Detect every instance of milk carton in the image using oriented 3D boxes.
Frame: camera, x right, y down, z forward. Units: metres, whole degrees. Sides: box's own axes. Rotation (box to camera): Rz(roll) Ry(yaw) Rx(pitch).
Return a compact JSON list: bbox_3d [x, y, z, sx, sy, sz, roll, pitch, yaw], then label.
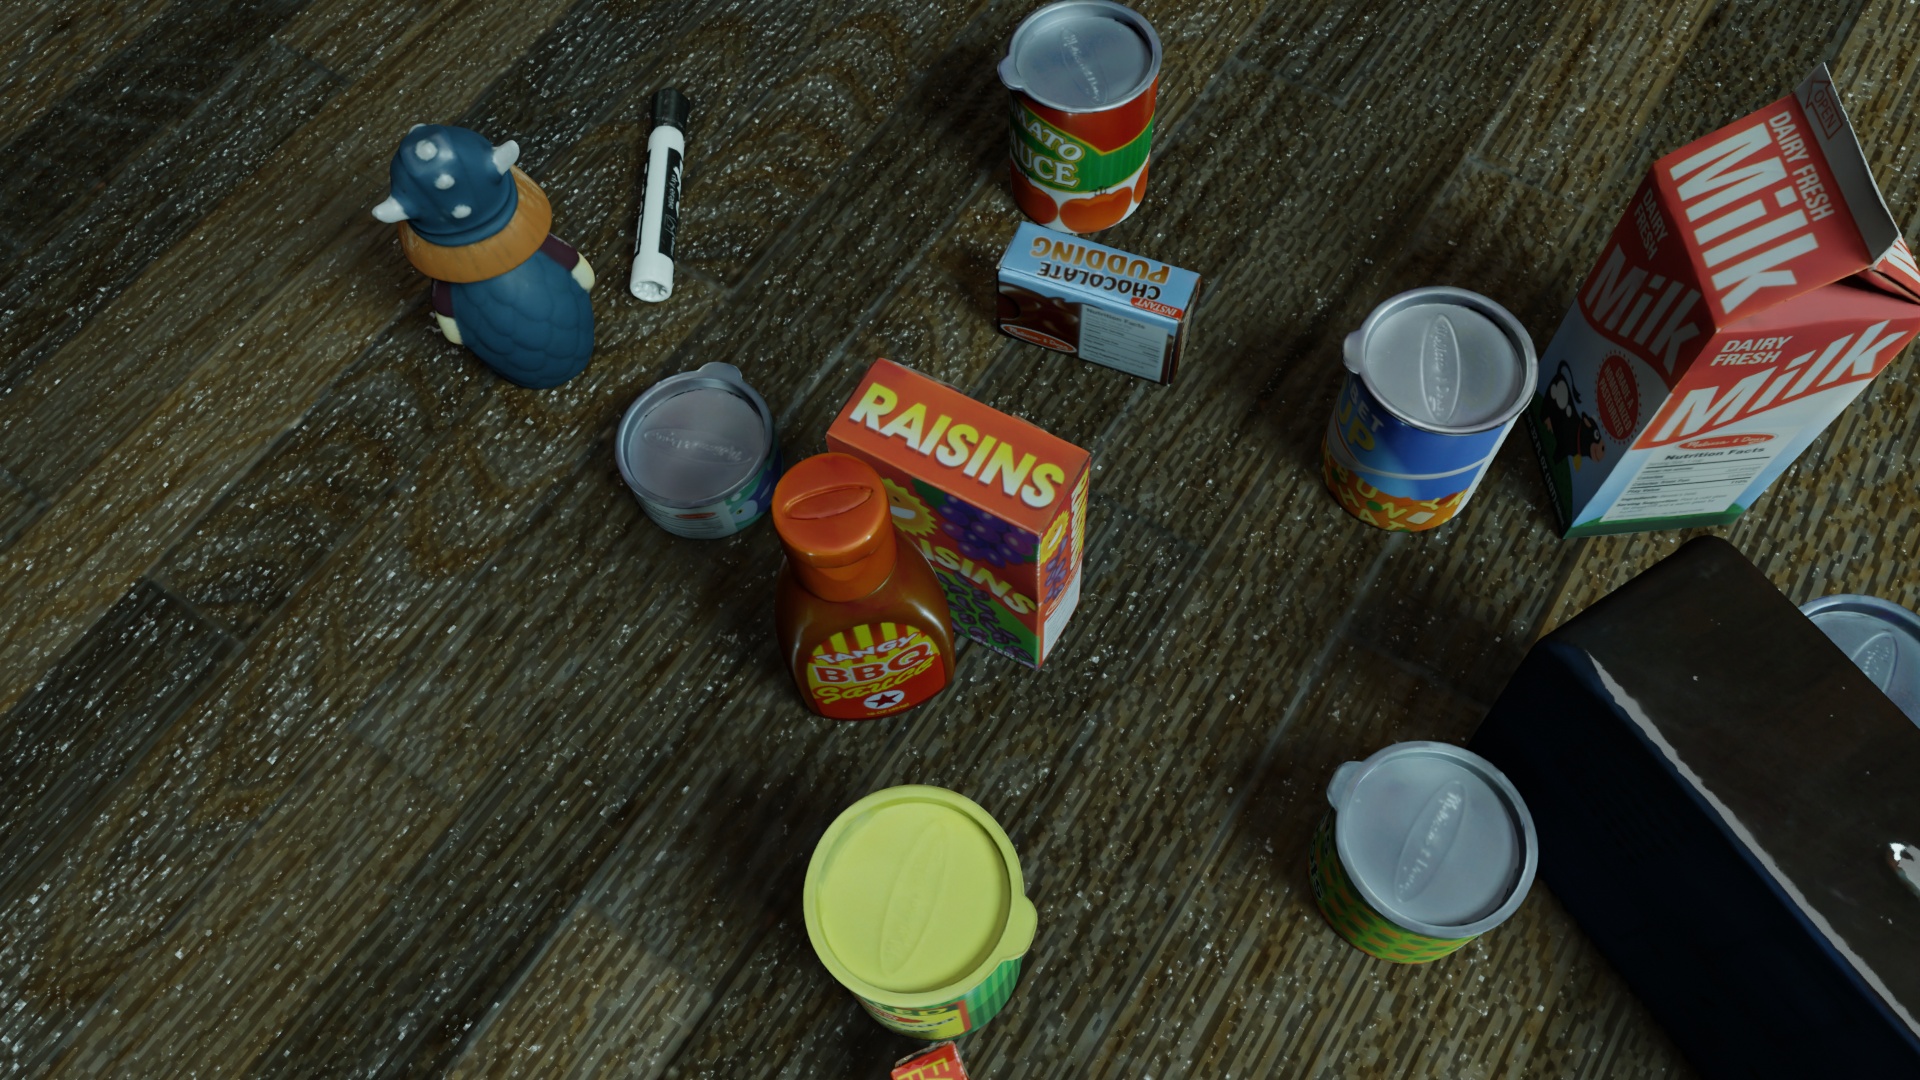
[{"bbox_3d":[0.274,-0.076,0.501,0.073,0.189,0.072,-5,64,1],"label":"milk carton"}]

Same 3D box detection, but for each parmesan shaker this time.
[{"bbox_3d":[-0.009,0.129,0.461,0.071,0.102,0.071,-1,64,2],"label":"parmesan shaker"}]

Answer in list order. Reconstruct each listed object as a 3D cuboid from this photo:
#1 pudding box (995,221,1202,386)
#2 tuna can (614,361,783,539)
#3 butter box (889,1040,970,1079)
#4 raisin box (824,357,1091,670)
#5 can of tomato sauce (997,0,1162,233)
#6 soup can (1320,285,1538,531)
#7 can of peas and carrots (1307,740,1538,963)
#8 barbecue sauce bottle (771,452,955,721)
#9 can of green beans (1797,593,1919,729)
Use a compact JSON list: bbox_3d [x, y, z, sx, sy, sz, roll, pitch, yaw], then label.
[{"bbox_3d":[0.058,-0.103,0.603,0.084,0.049,0.030,19,66,12],"label":"pudding box"},{"bbox_3d":[-0.109,-0.038,0.589,0.071,0.032,0.071,-1,63,2],"label":"tuna can"},{"bbox_3d":[0.007,0.217,0.444,0.024,0.053,0.104,-21,64,-7],"label":"butter box"},{"bbox_3d":[0.002,-0.006,0.517,0.086,0.123,0.040,27,68,15],"label":"raisin box"},{"bbox_3d":[0.053,-0.189,0.629,0.071,0.082,0.071,-1,64,2],"label":"can of tomato sauce"},{"bbox_3d":[0.180,-0.050,0.552,0.071,0.083,0.071,-1,64,2],"label":"soup can"},{"bbox_3d":[0.157,0.109,0.487,0.071,0.058,0.071,-1,64,2],"label":"can of peas and carrots"},{"bbox_3d":[-0.037,0.020,0.492,0.065,0.148,0.044,-13,64,-4],"label":"barbecue sauce bottle"},{"bbox_3d":[0.316,0.061,0.504,0.071,0.057,0.071,-1,64,2],"label":"can of green beans"}]
